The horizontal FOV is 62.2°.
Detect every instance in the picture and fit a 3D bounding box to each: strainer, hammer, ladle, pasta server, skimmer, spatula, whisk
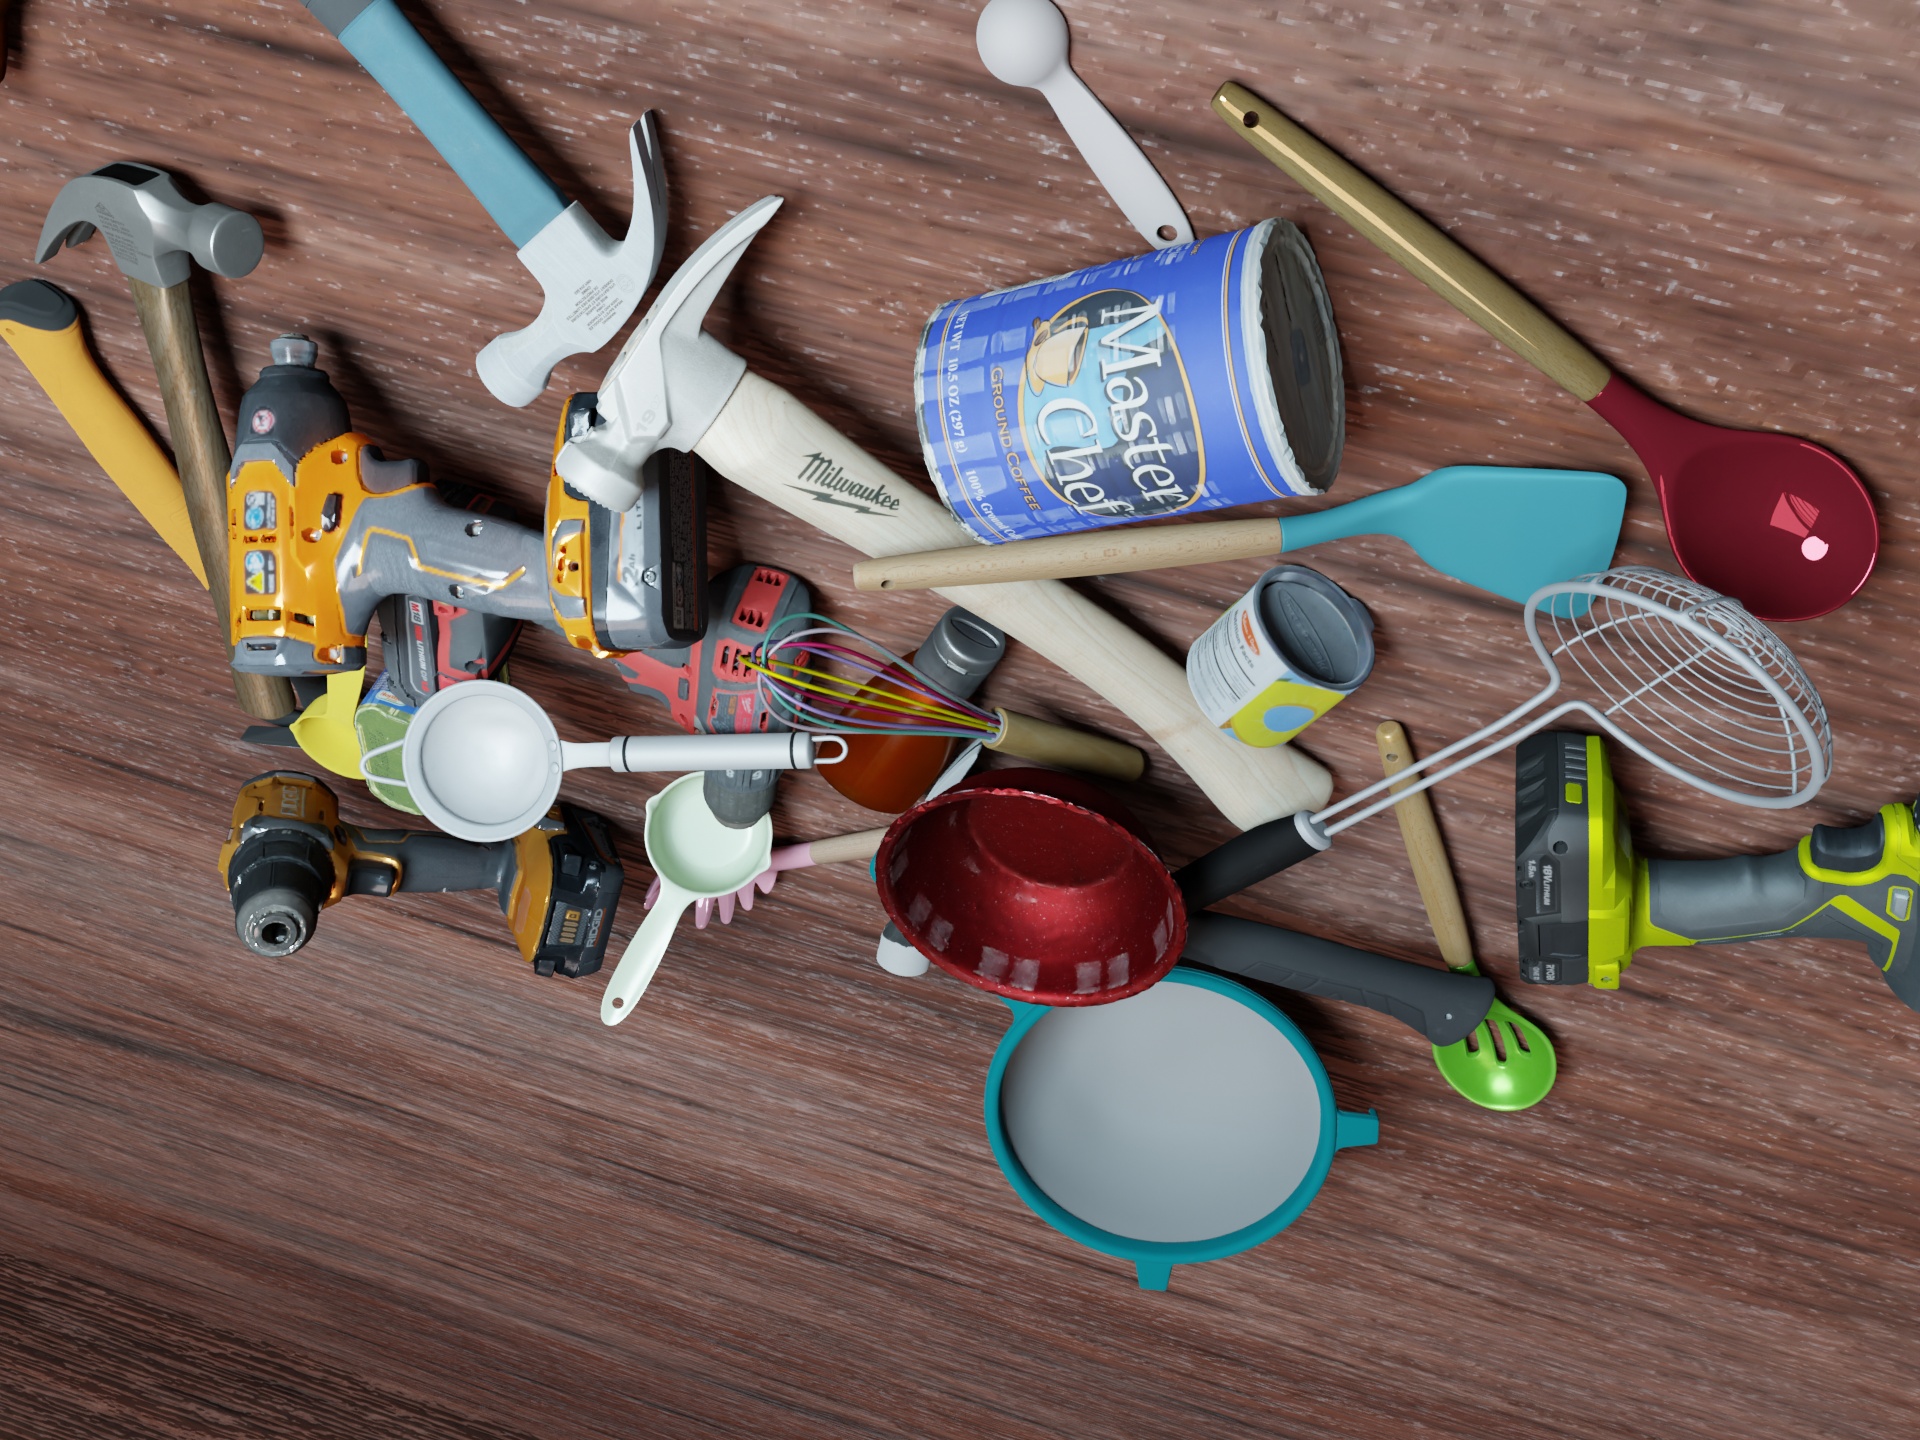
[{"bbox_3d":[0.079,0.181,0.983,0.340,0.095,0.211,44,112,-7],"label":"strainer"},{"bbox_3d":[0.029,-0.066,0.738,0.410,0.038,0.146,32,100,-24],"label":"hammer"},{"bbox_3d":[0.221,-0.140,0.602,0.315,0.031,0.069,33,114,-11],"label":"ladle"},{"bbox_3d":[-0.398,-0.130,0.837,0.130,0.031,0.331,24,135,16],"label":"hammer"},{"bbox_3d":[-0.185,0.019,0.840,0.258,0.050,0.087,-1,97,9],"label":"strainer"},{"bbox_3d":[0.126,0.112,0.880,0.335,0.035,0.146,15,111,5],"label":"hammer"},{"bbox_3d":[-0.068,0.085,0.980,0.316,0.040,0.060,-12,145,32],"label":"pasta server"},{"bbox_3d":[0.198,0.044,0.710,0.127,0.090,0.363,44,133,-12],"label":"skimmer"},{"bbox_3d":[-0.242,-0.283,0.615,0.128,0.033,0.330,-32,115,20],"label":"hammer"},{"bbox_3d":[0.112,-0.070,0.679,0.317,0.044,0.082,-6,141,2],"label":"spatula"},{"bbox_3d":[-0.002,-0.004,0.787,0.244,0.051,0.047,15,159,-36],"label":"whisk"},{"bbox_3d":[-0.452,-0.105,0.933,0.127,0.034,0.336,1,137,21],"label":"hammer"}]

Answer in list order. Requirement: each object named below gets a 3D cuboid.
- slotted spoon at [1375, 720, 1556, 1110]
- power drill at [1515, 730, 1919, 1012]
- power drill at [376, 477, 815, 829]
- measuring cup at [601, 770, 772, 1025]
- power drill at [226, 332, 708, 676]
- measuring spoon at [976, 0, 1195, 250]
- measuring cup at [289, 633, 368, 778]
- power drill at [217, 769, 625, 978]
[{"bbox_3d":[0.271,0.114,0.874,0.070,0.031,0.313,-5,132,28],"label":"slotted spoon"},{"bbox_3d":[0.375,0.058,0.727,0.228,0.080,0.190,-1,136,21],"label":"power drill"},{"bbox_3d":[-0.193,-0.027,0.877,0.226,0.080,0.187,16,139,1],"label":"power drill"},{"bbox_3d":[-0.174,0.108,0.969,0.083,0.167,0.038,28,179,-7],"label":"measuring cup"},{"bbox_3d":[-0.240,-0.104,0.754,0.226,0.164,0.084,-1,-178,9],"label":"power drill"},{"bbox_3d":[0.050,-0.217,0.597,0.034,0.018,0.124,-21,126,39],"label":"measuring spoon"},{"bbox_3d":[-0.360,-0.021,0.944,0.062,0.029,0.156,25,137,-5],"label":"measuring cup"},{"bbox_3d":[-0.324,0.098,0.958,0.226,0.185,0.084,11,104,-24],"label":"power drill"}]
